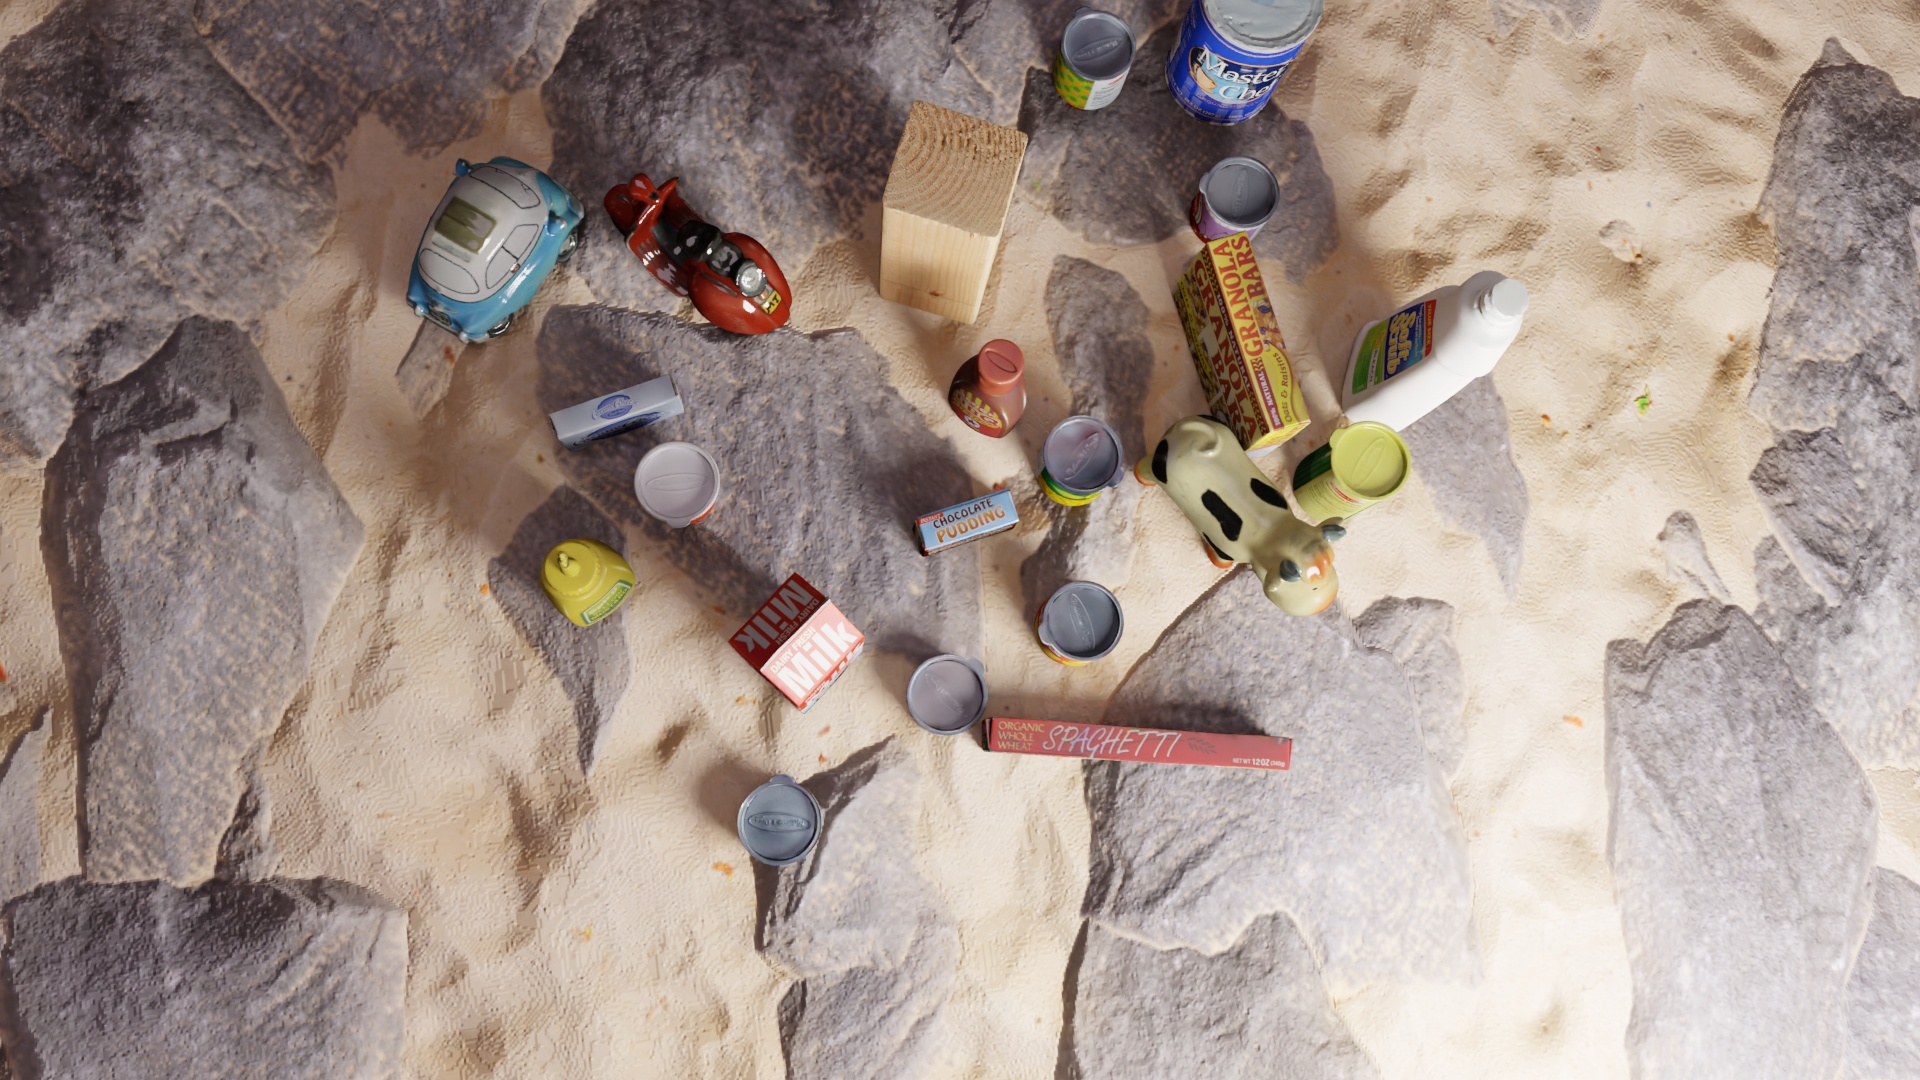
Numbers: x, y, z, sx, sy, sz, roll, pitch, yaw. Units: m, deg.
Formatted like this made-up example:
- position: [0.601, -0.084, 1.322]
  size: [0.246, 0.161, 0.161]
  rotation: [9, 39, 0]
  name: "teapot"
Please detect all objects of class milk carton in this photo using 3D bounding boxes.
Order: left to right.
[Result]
- position: [-0.123, 0.080, 1.056]
  size: [0.073, 0.190, 0.072]
  rotation: [42, 80, 3]
  name: "milk carton"

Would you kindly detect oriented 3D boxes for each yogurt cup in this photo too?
- position: [-0.229, -0.044, 1.137]
  size: [0.072, 0.054, 0.072]
  rotation: [1, 81, -5]
  name: "yogurt cup"

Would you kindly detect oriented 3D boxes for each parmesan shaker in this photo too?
- position: [0.323, -0.058, 1.161]
  size: [0.071, 0.103, 0.071]
  rotation: [1, 81, -5]
  name: "parmesan shaker"

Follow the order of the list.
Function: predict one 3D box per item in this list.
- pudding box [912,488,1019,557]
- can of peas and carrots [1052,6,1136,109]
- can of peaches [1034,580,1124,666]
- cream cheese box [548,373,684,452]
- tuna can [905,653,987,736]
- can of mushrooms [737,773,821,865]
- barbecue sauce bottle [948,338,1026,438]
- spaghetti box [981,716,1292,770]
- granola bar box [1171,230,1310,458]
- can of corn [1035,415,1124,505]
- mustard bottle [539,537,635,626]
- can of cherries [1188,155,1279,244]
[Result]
- position: [0.004, -0.014, 1.154]
  size: [0.084, 0.049, 0.030]
  rotation: [-18, 83, -7]
  name: "pudding box"
- position: [0.116, -0.426, 1.228]
  size: [0.071, 0.058, 0.071]
  rotation: [1, 81, -5]
  name: "can of peas and carrots"
- position: [0.094, 0.070, 1.143]
  size: [0.071, 0.058, 0.071]
  rotation: [1, 81, -5]
  name: "can of peaches"
- position: [-0.281, -0.105, 1.144]
  size: [0.104, 0.053, 0.024]
  rotation: [-20, 83, -8]
  name: "cream cheese box"
- position: [-0.010, 0.125, 1.138]
  size: [0.071, 0.032, 0.071]
  rotation: [1, 81, -5]
  name: "tuna can"
- position: [-0.143, 0.222, 1.110]
  size: [0.071, 0.033, 0.071]
  rotation: [1, 81, -5]
  name: "can of mushrooms"
- position: [0.025, -0.125, 1.124]
  size: [0.065, 0.148, 0.044]
  rotation: [36, 80, 2]
  name: "barbecue sauce bottle"
- position: [0.141, 0.166, 1.135]
  size: [0.250, 0.050, 0.029]
  rotation: [4, 81, -4]
  name: "spaghetti box"
- position: [0.230, -0.157, 1.159]
  size: [0.039, 0.124, 0.165]
  rotation: [-16, 82, -7]
  name: "granola bar box"
- position: [0.100, -0.064, 1.166]
  size: [0.071, 0.058, 0.071]
  rotation: [1, 81, -5]
  name: "can of corn"
- position: [-0.291, 0.029, 1.066]
  size: [0.065, 0.160, 0.049]
  rotation: [-43, 87, -9]
  name: "mustard bottle"
- position: [0.236, -0.295, 1.216]
  size: [0.071, 0.058, 0.071]
  rotation: [1, 81, -5]
  name: "can of cherries"
